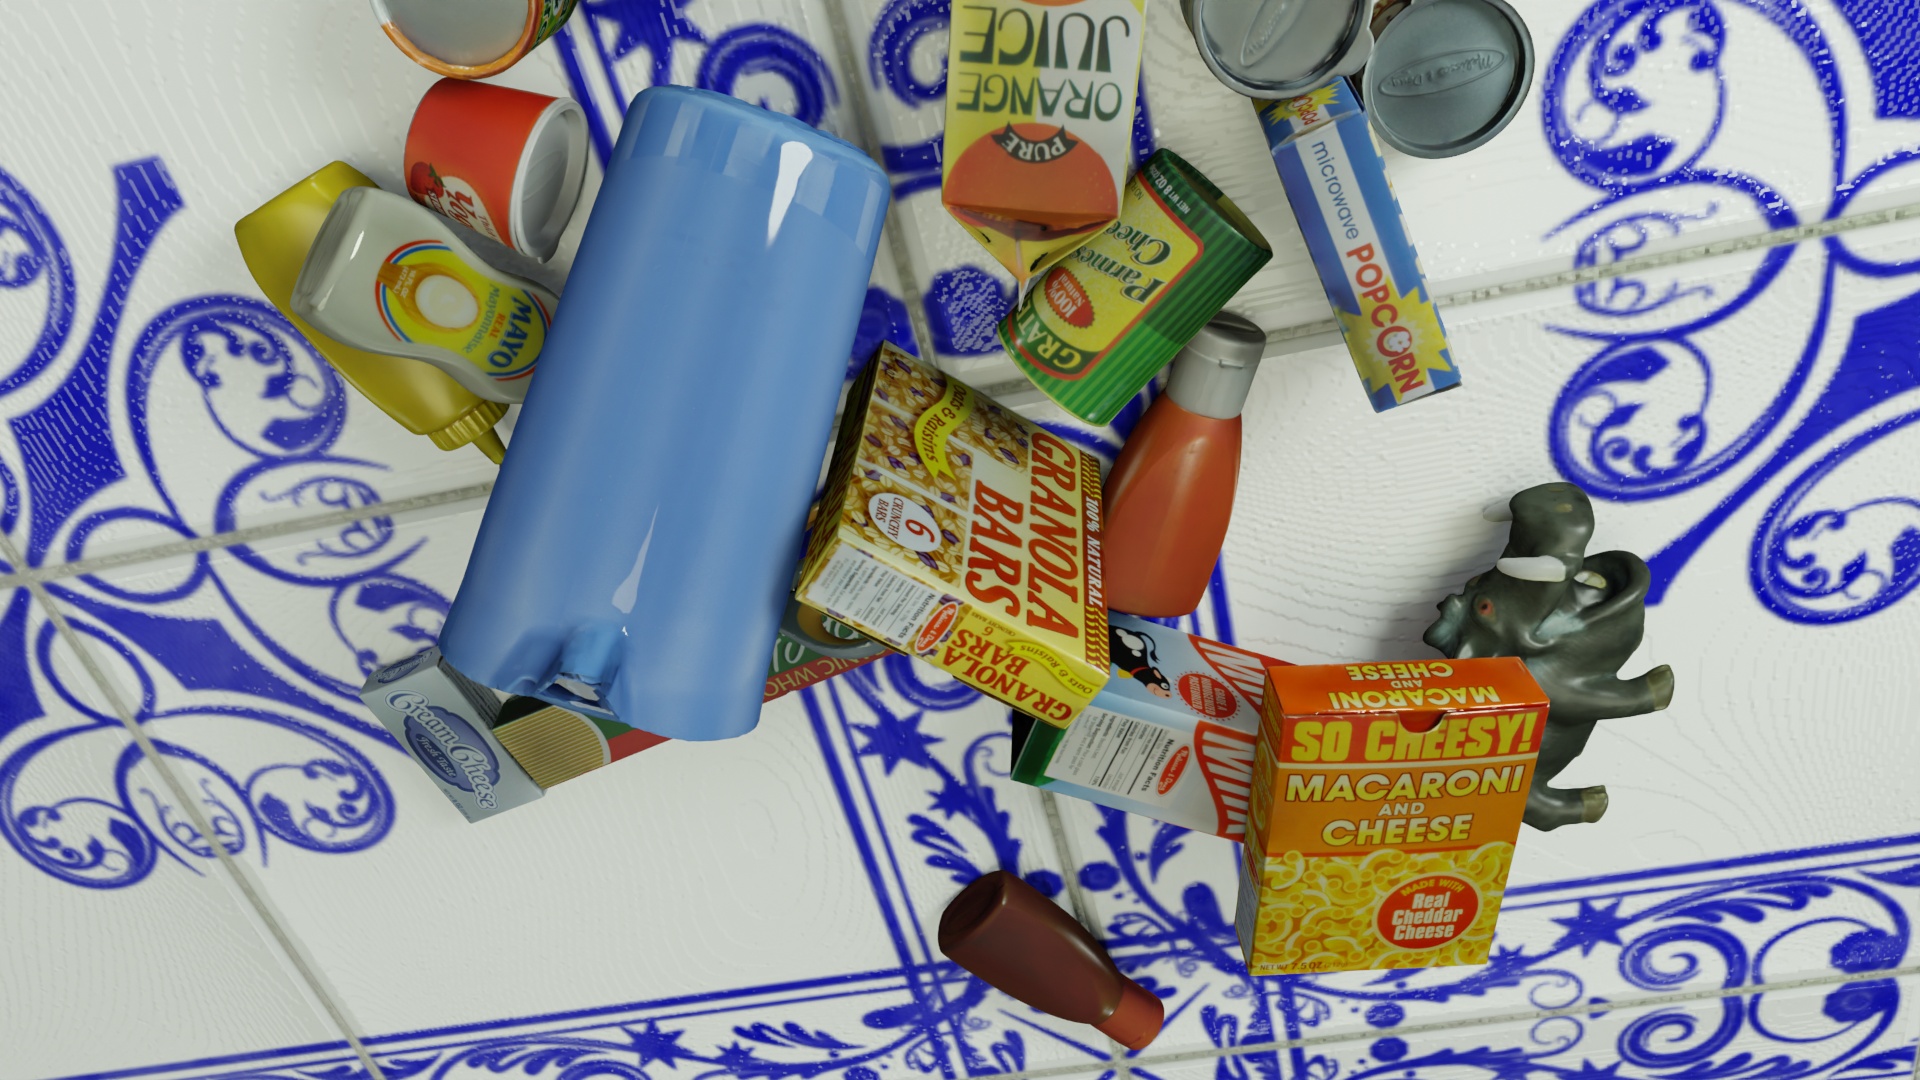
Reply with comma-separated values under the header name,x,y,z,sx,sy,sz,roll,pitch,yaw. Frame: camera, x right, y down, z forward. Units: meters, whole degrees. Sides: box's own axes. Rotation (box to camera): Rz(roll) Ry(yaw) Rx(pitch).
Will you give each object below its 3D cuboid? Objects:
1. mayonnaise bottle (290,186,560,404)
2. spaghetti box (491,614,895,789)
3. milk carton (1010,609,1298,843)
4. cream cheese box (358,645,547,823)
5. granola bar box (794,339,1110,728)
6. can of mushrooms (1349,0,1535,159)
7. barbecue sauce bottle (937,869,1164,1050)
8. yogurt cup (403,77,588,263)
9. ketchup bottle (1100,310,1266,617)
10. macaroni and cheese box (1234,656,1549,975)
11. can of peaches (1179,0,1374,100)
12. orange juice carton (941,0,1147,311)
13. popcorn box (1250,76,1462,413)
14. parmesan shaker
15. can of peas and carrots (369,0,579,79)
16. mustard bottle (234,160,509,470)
name,x,y,z,sx,sy,sz,roll,pitch,yaw
mayonnaise bottle,-0.204,-0.092,0.601,0.148,0.041,0.065,28,80,-43
spaghetti box,-0.132,0.068,0.736,0.250,0.029,0.050,-22,119,16
milk carton,0.127,0.100,0.720,0.191,0.073,0.073,17,122,-7
cream cheese box,-0.277,0.107,0.770,0.053,0.024,0.103,-22,119,14
granola bar box,0.002,-0.008,0.602,0.124,0.166,0.039,28,122,-14
can of mushrooms,0.191,-0.192,0.556,0.071,0.034,0.070,1,122,2
barbecue sauce bottle,0.060,0.258,0.838,0.148,0.044,0.064,38,116,-20
yogurt cup,-0.193,-0.158,0.578,0.054,0.073,0.072,19,121,0
ketchup bottle,0.103,-0.034,0.653,0.065,0.044,0.148,8,122,-12
macaroni and cheese box,0.204,0.137,0.672,0.124,0.040,0.165,-2,121,-2
can of peaches,0.121,-0.209,0.535,0.071,0.058,0.071,1,122,1
orange juice carton,0.032,-0.192,0.541,0.073,0.072,0.191,4,122,1
popcorn box,0.160,-0.127,0.568,0.038,0.085,0.126,-22,119,17
parmesan shaker,0.072,-0.109,0.595,0.071,0.071,0.102,36,115,-18
can of peas and carrots,-0.186,-0.219,0.541,0.071,0.059,0.070,1,123,2
mustard bottle,-0.252,-0.090,0.631,0.065,0.049,0.159,-23,119,15
